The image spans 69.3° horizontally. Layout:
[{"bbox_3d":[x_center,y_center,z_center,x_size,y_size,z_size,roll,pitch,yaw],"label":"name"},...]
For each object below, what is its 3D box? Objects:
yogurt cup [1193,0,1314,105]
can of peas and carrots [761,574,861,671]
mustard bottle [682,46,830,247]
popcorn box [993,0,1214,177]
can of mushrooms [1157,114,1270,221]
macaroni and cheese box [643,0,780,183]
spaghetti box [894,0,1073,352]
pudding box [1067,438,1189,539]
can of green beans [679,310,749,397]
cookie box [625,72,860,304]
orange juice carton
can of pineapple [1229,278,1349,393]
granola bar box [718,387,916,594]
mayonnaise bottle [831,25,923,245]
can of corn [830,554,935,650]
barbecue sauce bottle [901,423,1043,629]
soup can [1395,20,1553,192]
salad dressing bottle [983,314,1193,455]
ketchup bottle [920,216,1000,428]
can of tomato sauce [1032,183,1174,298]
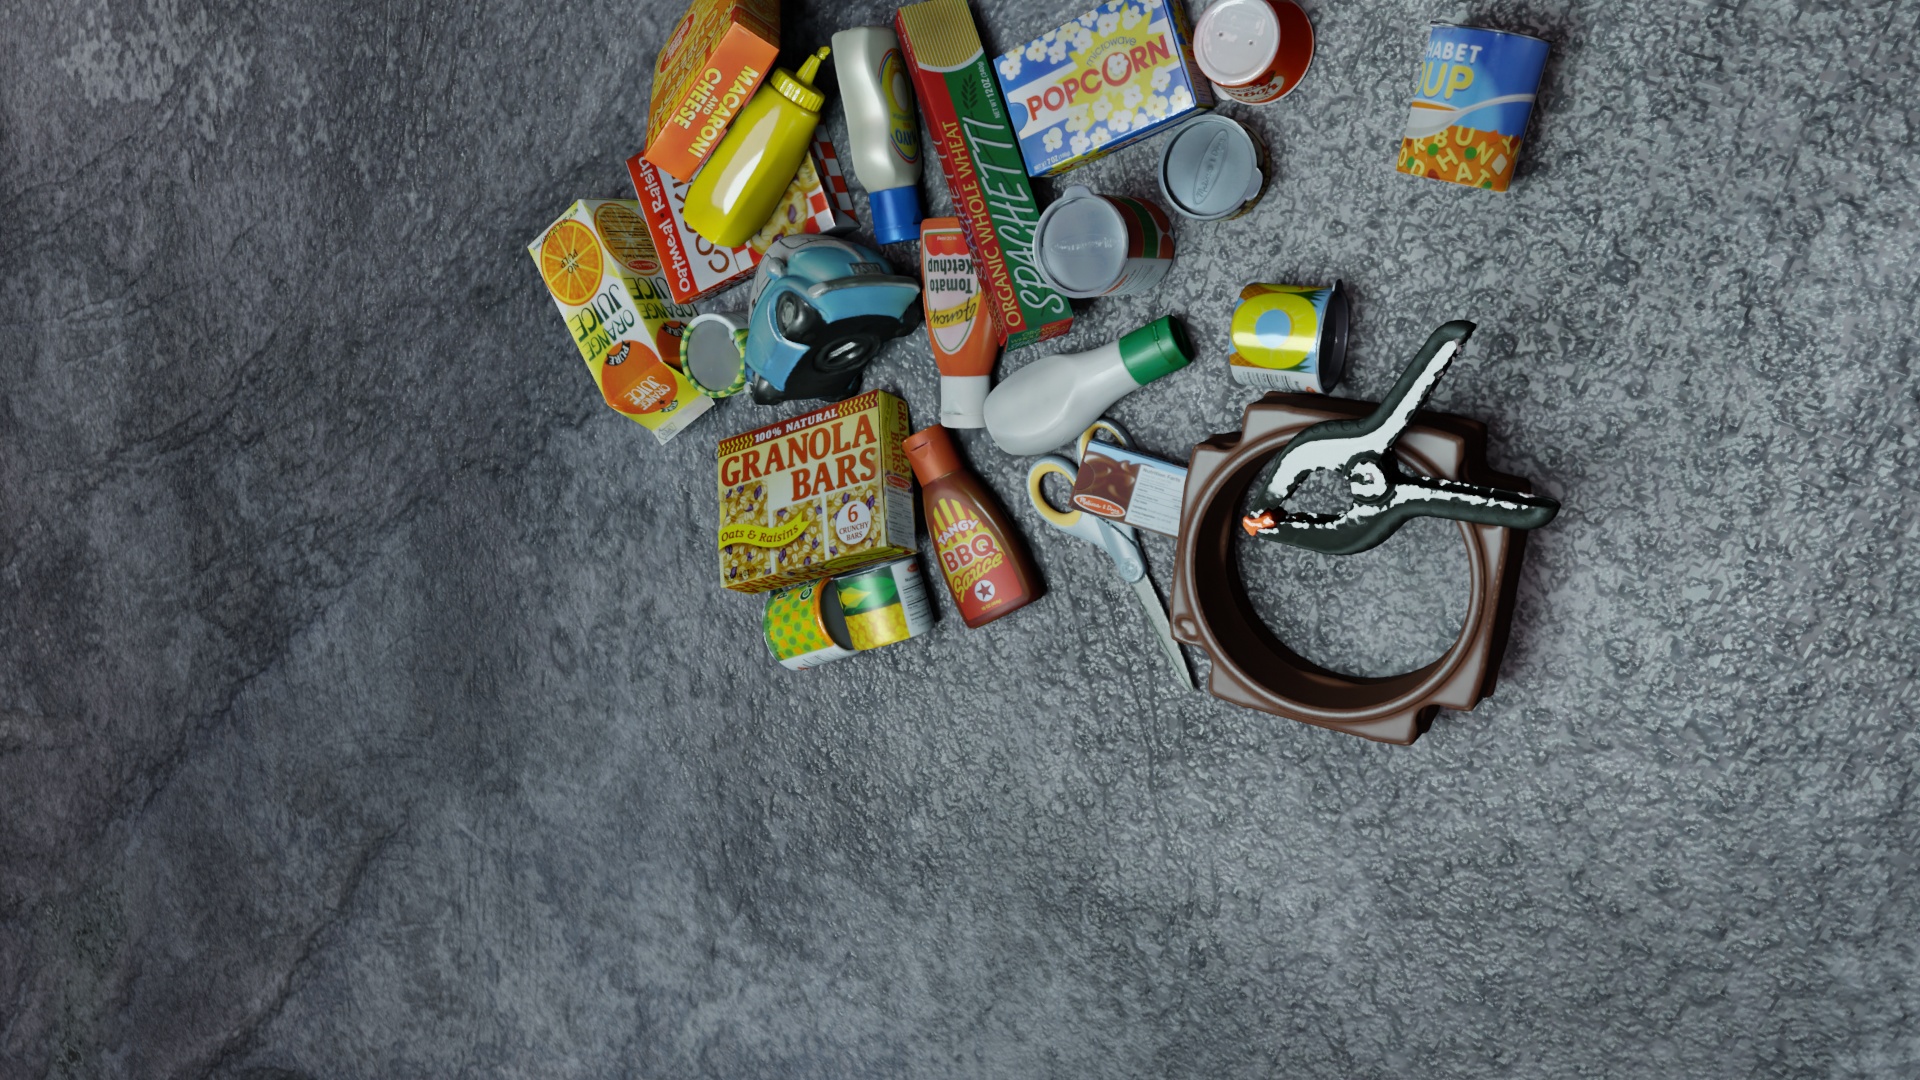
[{"bbox_3d":[0.178,-0.306,0.858,0.072,0.054,0.072,6,102,29],"label":"yogurt cup"},{"bbox_3d":[-0.114,0.063,1.094,0.058,0.071,0.071,-18,91,31],"label":"can of peas and carrots"},{"bbox_3d":[-0.139,-0.287,0.998,0.049,0.065,0.159,40,109,8],"label":"mustard bottle"},{"bbox_3d":[0.094,-0.302,0.917,0.126,0.038,0.085,-16,93,31],"label":"popcorn box"},{"bbox_3d":[0.165,-0.237,0.891,0.071,0.033,0.071,6,102,29],"label":"can of mushrooms"},{"bbox_3d":[-0.177,-0.351,1.006,0.123,0.040,0.167,-45,33,29],"label":"macaroni and cheese box"},{"bbox_3d":[0.015,-0.252,0.946,0.050,0.028,0.250,-16,81,-9],"label":"spaghetti box"},{"bbox_3d":[0.121,-0.035,0.945,0.084,0.030,0.049,17,101,10],"label":"pudding box"},{"bbox_3d":[-0.178,-0.147,1.094,0.071,0.058,0.071,7,103,29],"label":"can of green beans"},{"bbox_3d":[-0.171,-0.269,1.077,0.167,0.040,0.123,-18,91,30],"label":"cookie box"},{"bbox_3d":[-0.265,-0.177,1.131,0.071,0.073,0.193,-31,84,31],"label":"orange juice carton"},{"bbox_3d":[0.207,-0.129,0.870,0.058,0.071,0.070,10,105,29],"label":"can of pineapple"},{"bbox_3d":[-0.114,-0.035,1.067,0.165,0.039,0.124,-14,71,31],"label":"granola bar box"},{"bbox_3d":[-0.054,-0.288,0.994,0.041,0.065,0.147,-4,102,28],"label":"mayonnaise bottle"},{"bbox_3d":[-0.060,0.048,1.060,0.071,0.071,0.058,-15,93,32],"label":"can of corn"},{"bbox_3d":[0.004,-0.013,1.024,0.064,0.044,0.148,-27,85,24],"label":"barbecue sauce bottle"},{"bbox_3d":[0.290,-0.248,0.795,0.071,0.071,0.083,20,110,26],"label":"soup can"},{"bbox_3d":[0.087,-0.107,0.955,0.147,0.044,0.064,-24,59,28],"label":"salad dressing bottle"},{"bbox_3d":[0.004,-0.156,0.996,0.065,0.044,0.148,7,104,34],"label":"ketchup bottle"},{"bbox_3d":[0.095,-0.195,0.911,0.071,0.083,0.071,6,103,29],"label":"can of tomato sauce"}]
